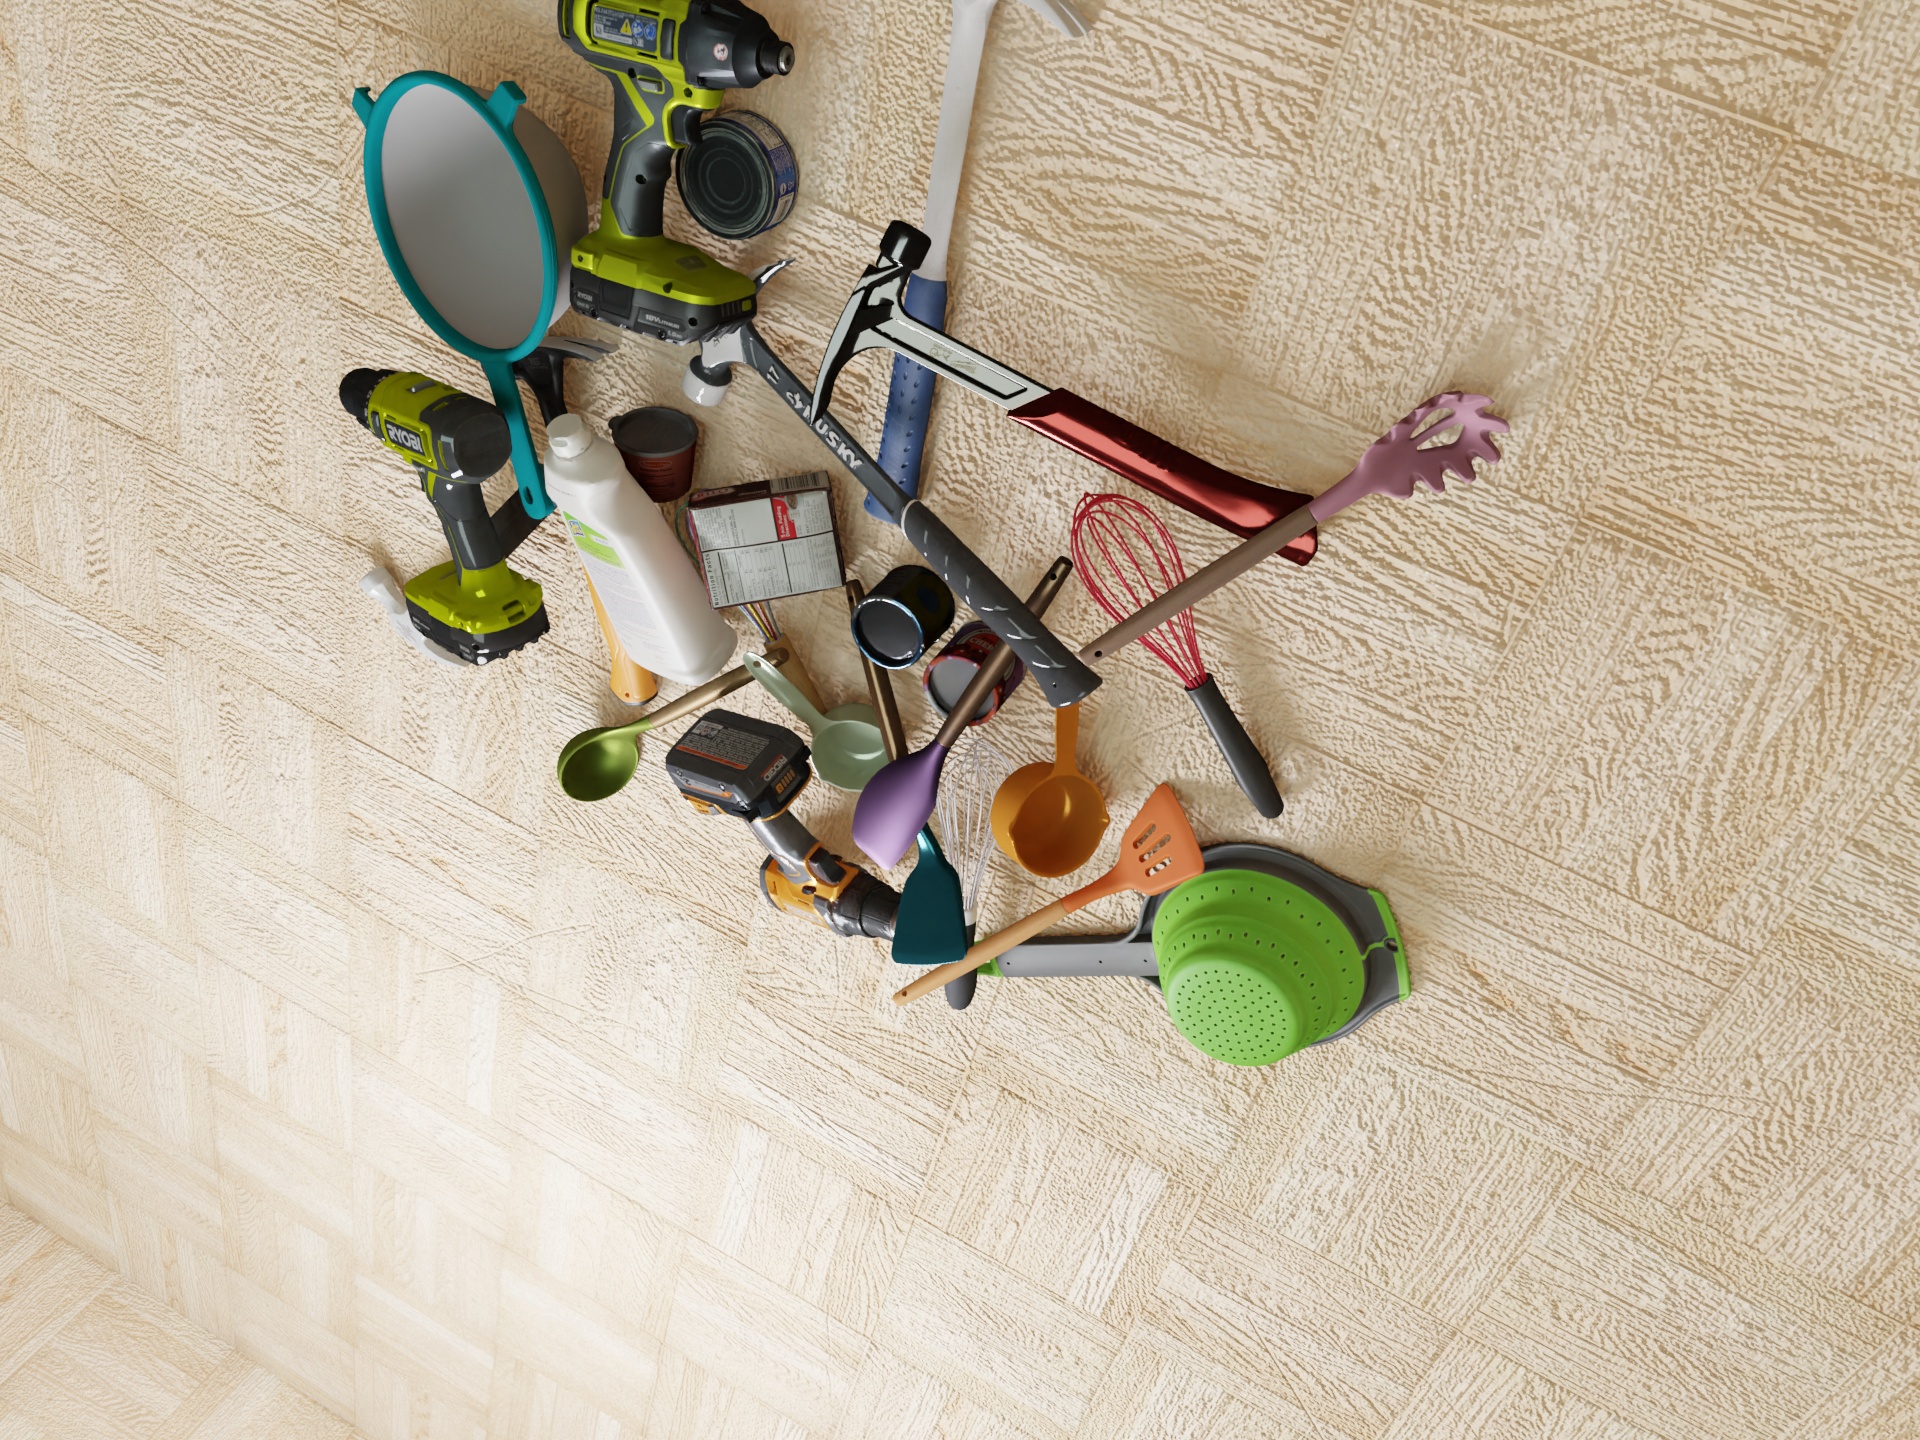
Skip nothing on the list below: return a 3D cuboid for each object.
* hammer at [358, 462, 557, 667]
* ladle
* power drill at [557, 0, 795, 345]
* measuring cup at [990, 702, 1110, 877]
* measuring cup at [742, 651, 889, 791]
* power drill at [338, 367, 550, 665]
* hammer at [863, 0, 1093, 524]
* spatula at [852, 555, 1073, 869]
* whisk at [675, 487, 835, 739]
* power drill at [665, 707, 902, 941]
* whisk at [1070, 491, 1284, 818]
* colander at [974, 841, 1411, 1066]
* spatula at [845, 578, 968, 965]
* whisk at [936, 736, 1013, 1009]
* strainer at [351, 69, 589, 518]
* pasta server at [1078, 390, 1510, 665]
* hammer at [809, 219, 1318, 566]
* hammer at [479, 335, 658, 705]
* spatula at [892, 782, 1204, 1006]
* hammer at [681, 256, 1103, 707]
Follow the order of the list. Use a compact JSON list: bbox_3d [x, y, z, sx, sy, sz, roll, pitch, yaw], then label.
[{"bbox_3d":[-0.435,-0.142,1.422,0.128,0.033,0.331,50,137,-10],"label":"hammer"},{"bbox_3d":[-0.253,0.004,1.405,0.320,0.078,0.062,-23,67,41],"label":"ladle"},{"bbox_3d":[-0.196,-0.382,1.090,0.171,0.080,0.223,22,122,21],"label":"power drill"},{"bbox_3d":[0.069,0.036,1.267,0.052,0.095,0.173,25,115,59],"label":"measuring cup"},{"bbox_3d":[-0.117,-0.009,1.330,0.083,0.038,0.167,-34,115,27],"label":"measuring cup"},{"bbox_3d":[-0.427,-0.176,1.305,0.191,0.080,0.228,25,134,36],"label":"power drill"},{"bbox_3d":[-0.015,-0.317,1.104,0.144,0.035,0.405,23,128,15],"label":"hammer"},{"bbox_3d":[-0.002,-0.004,1.222,0.060,0.018,0.315,42,121,12],"label":"spatula"},{"bbox_3d":[-0.167,-0.084,1.326,0.244,0.051,0.047,63,169,-24],"label":"whisk"},{"bbox_3d":[-0.133,0.103,1.359,0.185,0.084,0.226,14,144,43],"label":"power drill"},{"bbox_3d":[0.166,-0.044,1.168,0.073,0.073,0.295,-19,114,36],"label":"whisk"},{"bbox_3d":[0.159,0.214,1.308,0.397,0.094,0.204,-7,116,32],"label":"colander"},{"bbox_3d":[-0.053,0.041,1.293,0.082,0.044,0.317,-10,98,40],"label":"spatula"},{"bbox_3d":[0.004,0.136,1.356,0.070,0.070,0.284,16,123,19],"label":"whisk"},{"bbox_3d":[-0.339,-0.329,1.231,0.211,0.095,0.340,14,126,35],"label":"strainer"},{"bbox_3d":[0.210,-0.119,1.052,0.316,0.040,0.060,-32,111,20],"label":"pasta server"},{"bbox_3d":[0.079,-0.192,1.087,0.359,0.037,0.149,27,111,-2],"label":"hammer"},{"bbox_3d":[-0.311,-0.163,1.366,0.127,0.034,0.336,5,122,27],"label":"hammer"},{"bbox_3d":[0.064,0.163,1.320,0.322,0.041,0.081,-33,64,23],"label":"spatula"},{"bbox_3d":[-0.045,-0.165,1.162,0.409,0.036,0.149,47,135,10],"label":"hammer"}]
